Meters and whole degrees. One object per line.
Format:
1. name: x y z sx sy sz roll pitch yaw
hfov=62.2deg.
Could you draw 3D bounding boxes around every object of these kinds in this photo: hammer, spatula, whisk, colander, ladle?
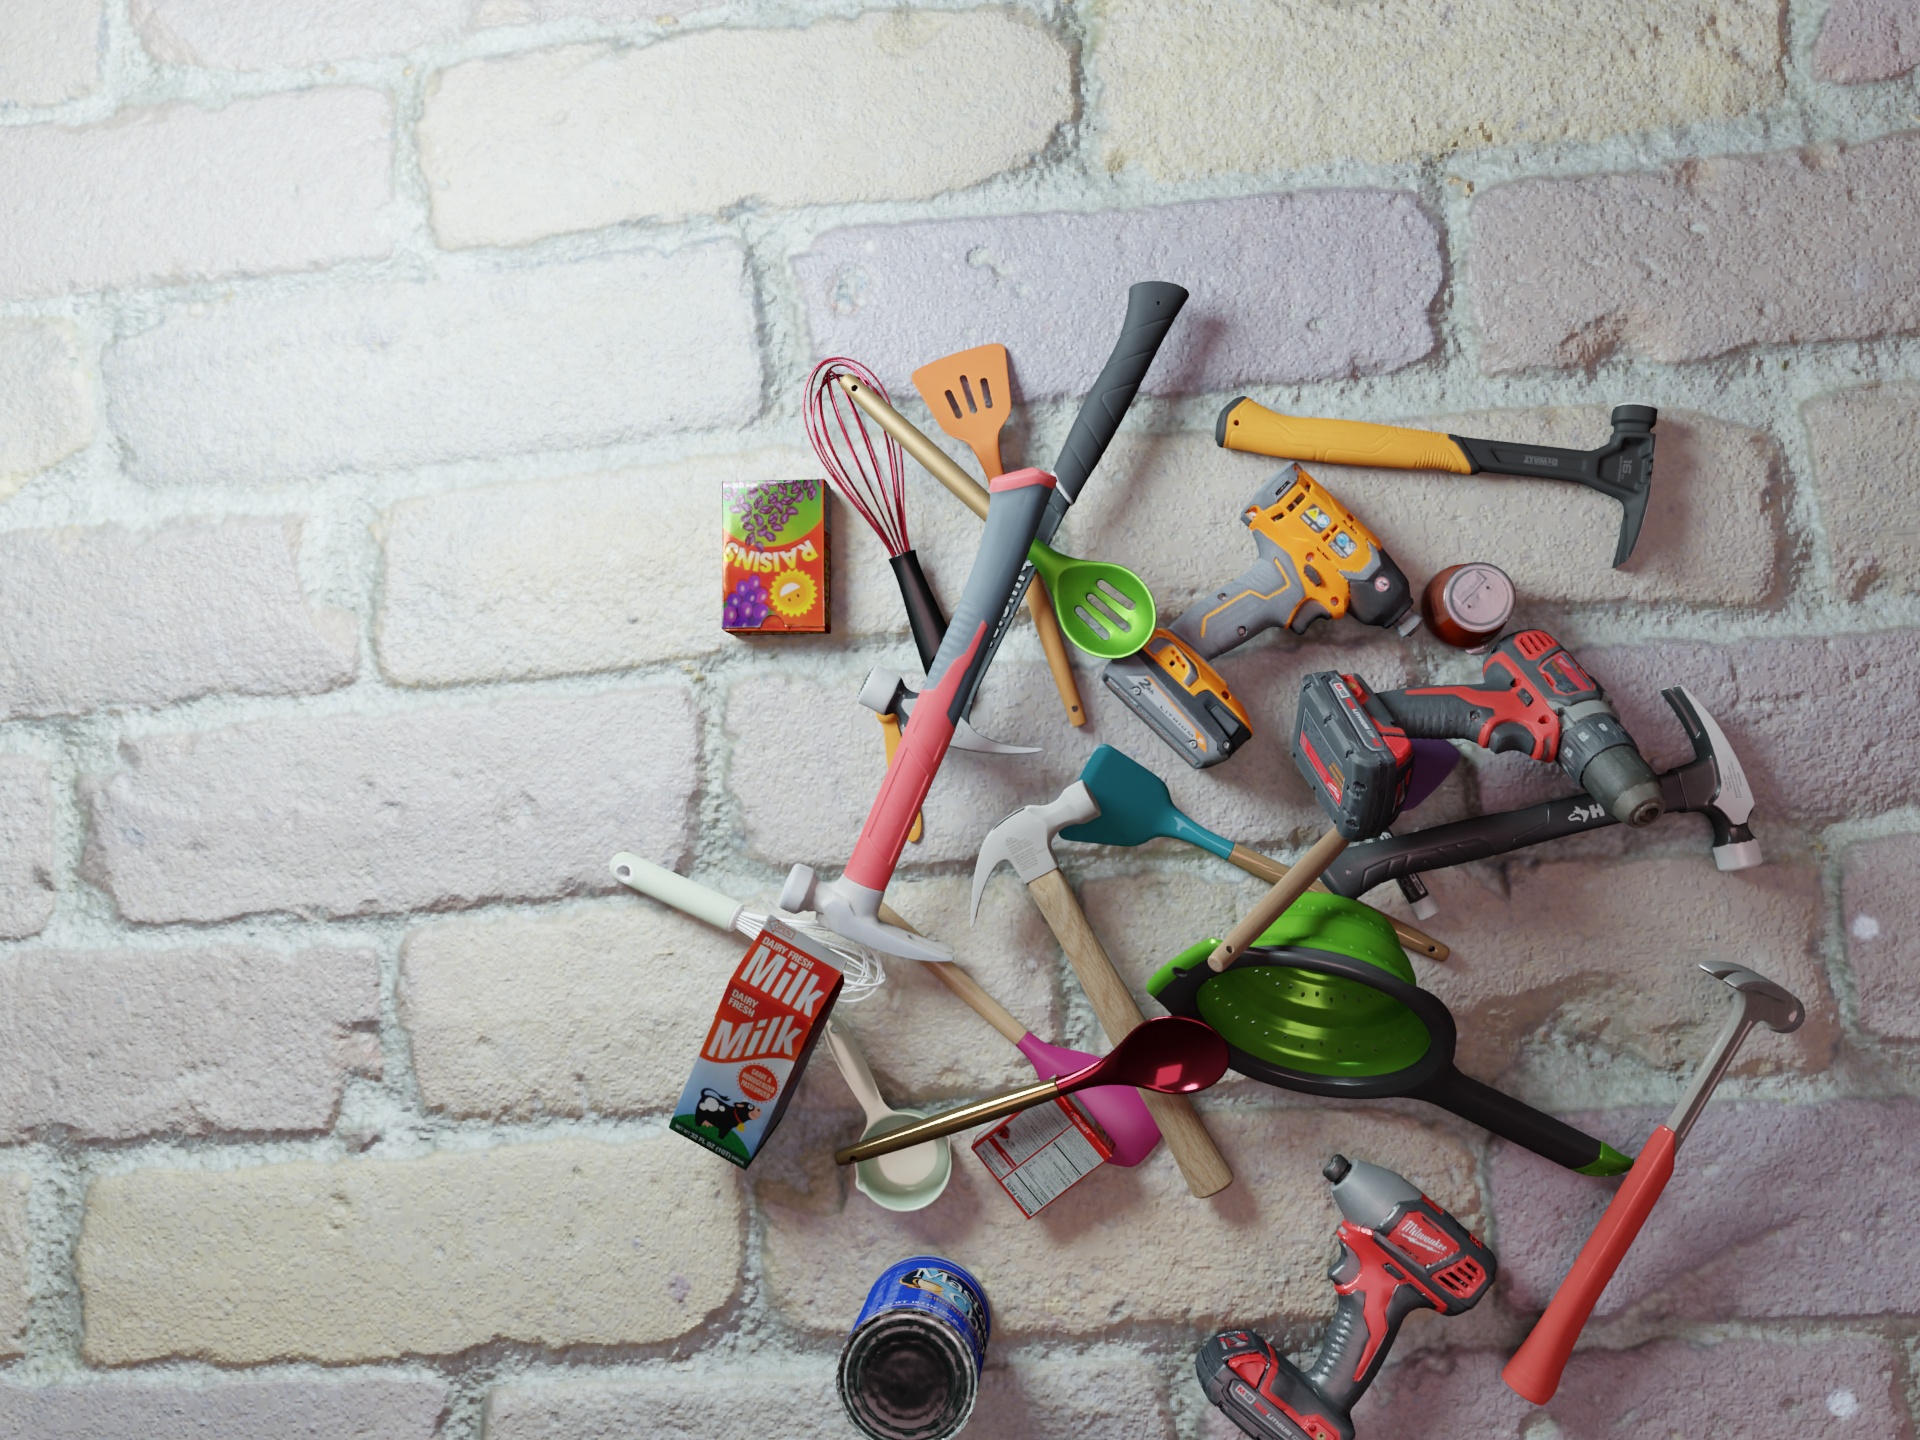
1. hammer: 0.115 0.219 1.227 0.130 0.031 0.331 -28 91 9
2. spatula: 0.273 0.087 1.162 0.060 0.018 0.316 41 53 16
3. whisk: -0.055 -0.151 1.277 0.073 0.073 0.296 -21 92 3
4. hammer: 0.497 0.343 1.168 0.037 0.149 0.359 35 100 47
5. hammer: 0.369 -0.204 1.253 0.337 0.034 0.127 8 86 6
6. spatula: 0.045 -0.149 1.284 0.081 0.041 0.322 -19 89 2
7. spatula: 0.234 0.117 1.239 0.317 0.044 0.082 25 97 5
8. hammer: -0.002 -0.004 1.205 0.143 0.038 0.386 22 101 -6
9. hammer: 0.075 -0.162 1.248 0.149 0.036 0.409 27 88 -3
10. colander: 0.338 0.229 1.198 0.397 0.204 0.095 26 54 -9
11. ladle: 0.051 0.288 1.207 0.315 0.031 0.069 -20 106 9
12. hammer: 0.433 0.075 1.216 0.335 0.035 0.146 -13 85 -1
13. whisk: -0.172 0.161 1.273 0.246 0.059 0.057 23 106 11

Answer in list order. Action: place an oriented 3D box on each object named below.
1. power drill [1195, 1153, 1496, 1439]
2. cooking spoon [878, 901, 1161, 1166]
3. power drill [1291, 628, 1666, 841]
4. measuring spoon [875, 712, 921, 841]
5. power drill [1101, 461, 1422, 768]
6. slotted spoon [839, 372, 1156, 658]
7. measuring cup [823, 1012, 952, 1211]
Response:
1. power drill: 0.283 0.443 1.201 0.143 0.078 0.219 41 88 6
2. cooking spoon: 0.029 0.235 1.262 0.319 0.017 0.069 41 90 5
3. power drill: 0.376 0.021 1.156 0.226 0.080 0.188 -11 42 -10
4. measuring spoon: -0.050 0.041 1.284 0.021 0.011 0.117 -12 85 4
5. power drill: 0.238 -0.068 1.234 0.164 0.084 0.226 44 87 5
6. slotted spoon: 0.025 -0.161 1.215 0.314 0.031 0.070 43 96 7
7. measuring cup: -0.065 0.305 1.258 0.083 0.038 0.168 -29 83 3
